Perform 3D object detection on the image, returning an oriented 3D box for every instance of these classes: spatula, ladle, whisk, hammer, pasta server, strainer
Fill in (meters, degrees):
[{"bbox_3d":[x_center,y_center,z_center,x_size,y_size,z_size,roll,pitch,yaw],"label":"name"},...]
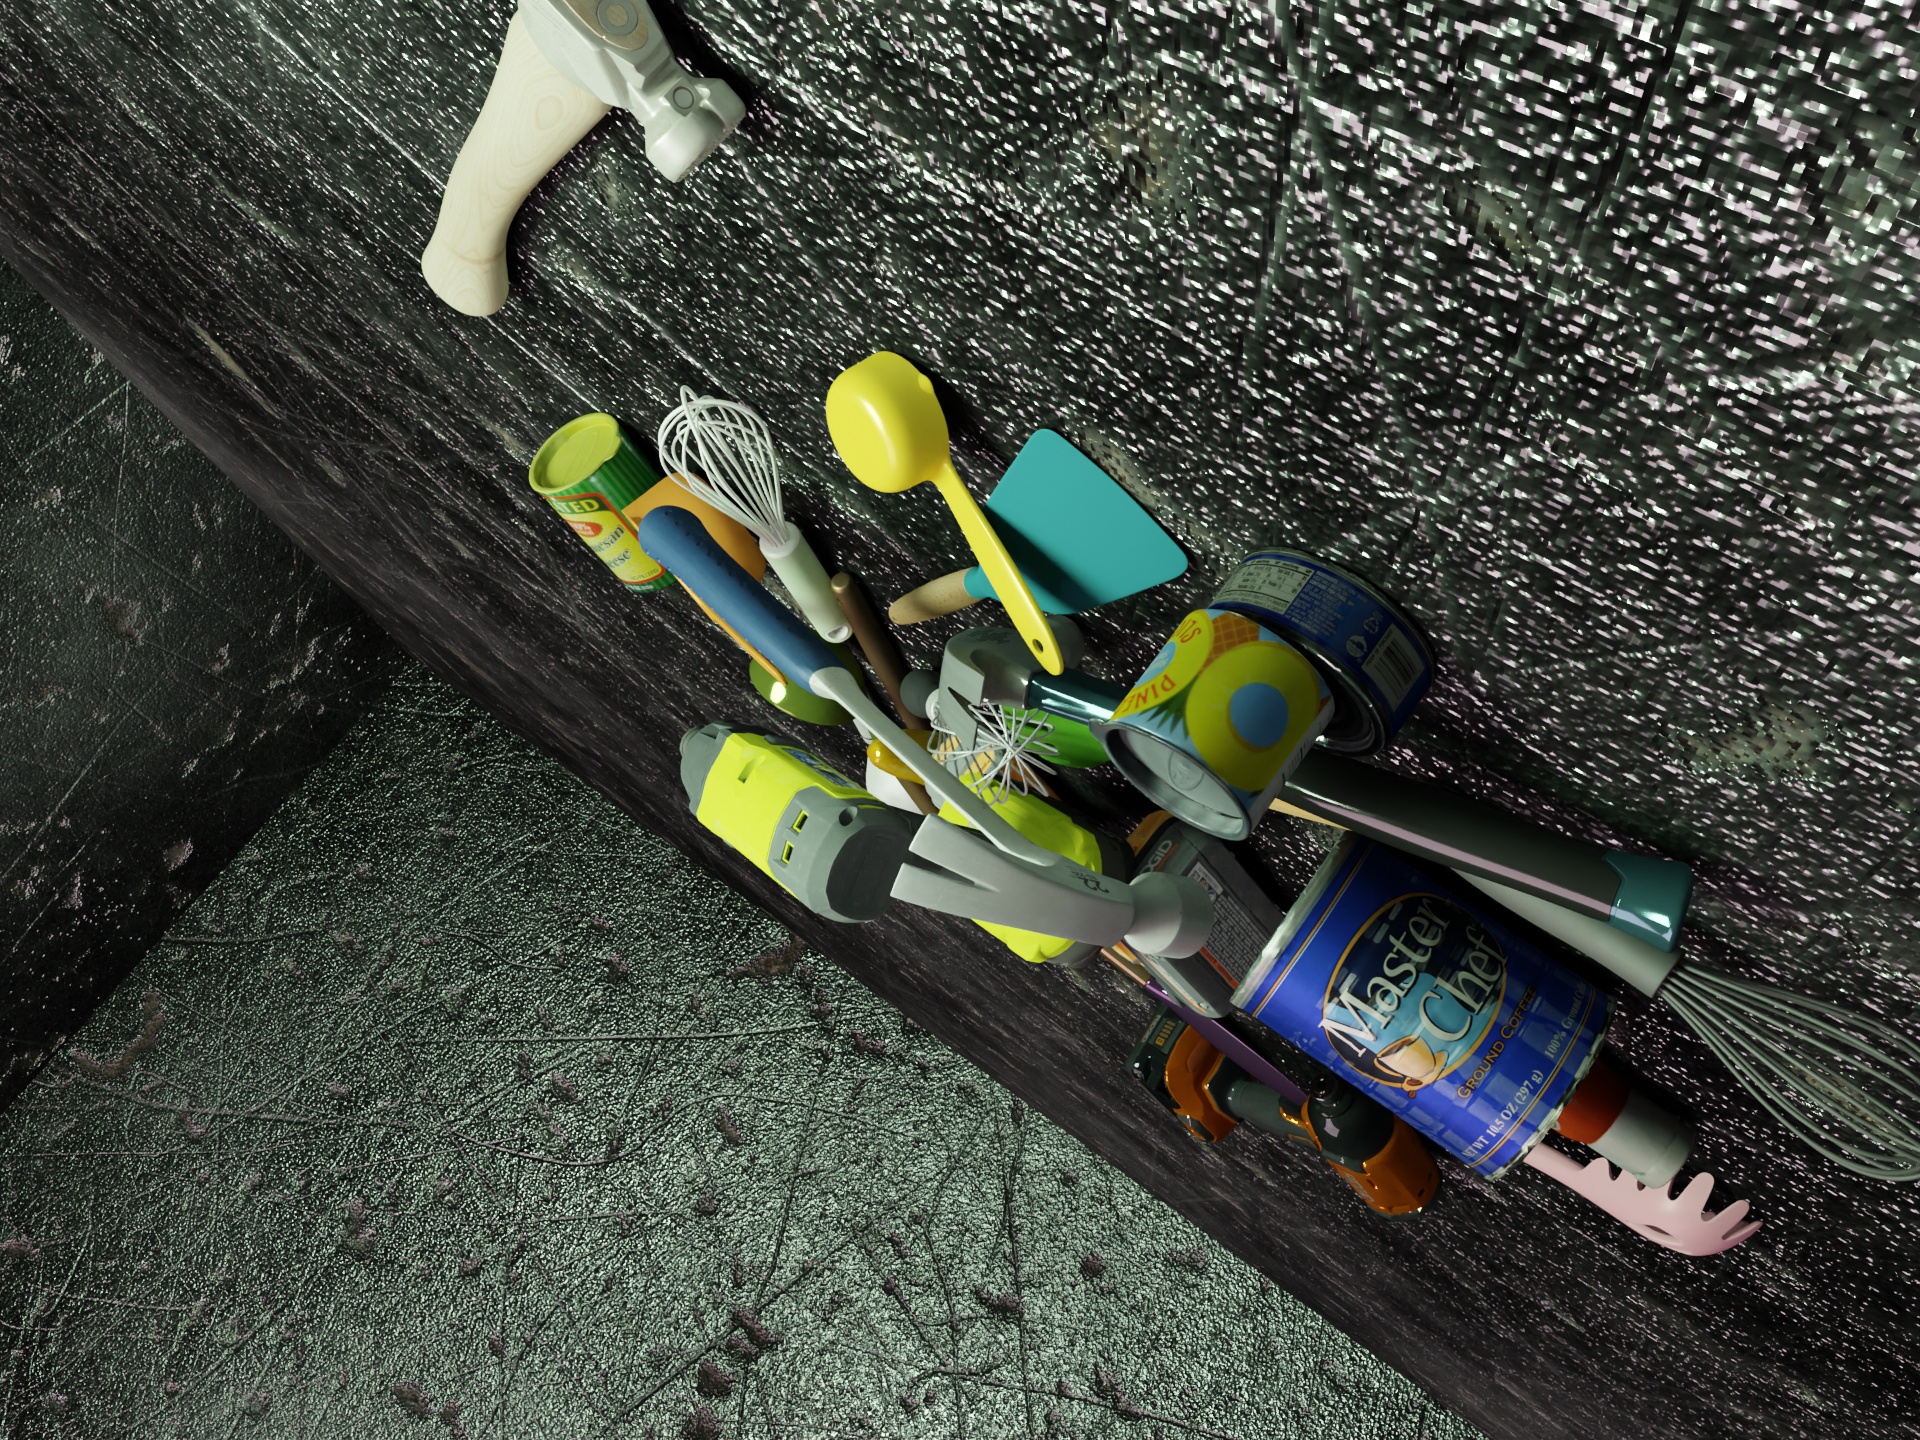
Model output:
[{"bbox_3d":[0.113,0.167,1.123,0.316,0.018,0.059,38,164,14],"label":"spatula"},{"bbox_3d":[0.011,-0.071,0.774,0.082,0.044,0.317,41,170,-11],"label":"spatula"},{"bbox_3d":[-0.052,0.039,1.127,0.078,0.062,0.319,57,-179,41],"label":"ladle"},{"bbox_3d":[-0.107,-0.108,0.907,0.246,0.058,0.059,59,-171,-61],"label":"whisk"},{"bbox_3d":[-0.059,-0.015,0.741,0.144,0.035,0.406,15,-163,-41],"label":"hammer"},{"bbox_3d":[-0.002,-0.002,0.880,0.070,0.070,0.285,41,178,-13],"label":"whisk"},{"bbox_3d":[0.274,0.095,0.616,0.239,0.055,0.055,36,166,27],"label":"whisk"},{"bbox_3d":[0.331,0.246,0.970,0.060,0.040,0.316,46,167,-29],"label":"pasta server"},{"bbox_3d":[-0.064,0.013,1.173,0.087,0.050,0.258,46,169,35],"label":"strainer"},{"bbox_3d":[-0.213,-0.256,0.714,0.146,0.038,0.411,45,164,-19],"label":"hammer"},{"bbox_3d":[0.129,0.018,0.651,0.331,0.033,0.128,21,-157,33],"label":"hammer"}]

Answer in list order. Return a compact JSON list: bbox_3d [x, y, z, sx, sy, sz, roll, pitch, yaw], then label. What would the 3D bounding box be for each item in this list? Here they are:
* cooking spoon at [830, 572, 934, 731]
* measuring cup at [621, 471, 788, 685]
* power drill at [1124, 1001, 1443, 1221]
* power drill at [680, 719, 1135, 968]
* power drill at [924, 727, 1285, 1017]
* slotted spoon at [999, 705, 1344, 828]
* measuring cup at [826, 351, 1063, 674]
[{"bbox_3d":[-0.033,-0.008,1.071,0.069,0.017,0.318,42,169,29],"label":"cooking spoon"},{"bbox_3d":[-0.134,-0.085,0.948,0.174,0.052,0.095,44,172,34],"label":"measuring cup"},{"bbox_3d":[0.238,0.286,1.208,0.227,0.084,0.164,15,153,47],"label":"power drill"},{"bbox_3d":[-0.031,0.058,0.833,0.223,0.080,0.171,18,-172,-42],"label":"power drill"},{"bbox_3d":[0.094,0.100,0.988,0.226,0.084,0.185,26,164,51],"label":"power drill"},{"bbox_3d":[0.117,0.023,0.797,0.314,0.031,0.070,17,151,51],"label":"slotted spoon"},{"bbox_3d":[-0.007,-0.081,0.664,0.156,0.029,0.062,59,154,4],"label":"measuring cup"}]
